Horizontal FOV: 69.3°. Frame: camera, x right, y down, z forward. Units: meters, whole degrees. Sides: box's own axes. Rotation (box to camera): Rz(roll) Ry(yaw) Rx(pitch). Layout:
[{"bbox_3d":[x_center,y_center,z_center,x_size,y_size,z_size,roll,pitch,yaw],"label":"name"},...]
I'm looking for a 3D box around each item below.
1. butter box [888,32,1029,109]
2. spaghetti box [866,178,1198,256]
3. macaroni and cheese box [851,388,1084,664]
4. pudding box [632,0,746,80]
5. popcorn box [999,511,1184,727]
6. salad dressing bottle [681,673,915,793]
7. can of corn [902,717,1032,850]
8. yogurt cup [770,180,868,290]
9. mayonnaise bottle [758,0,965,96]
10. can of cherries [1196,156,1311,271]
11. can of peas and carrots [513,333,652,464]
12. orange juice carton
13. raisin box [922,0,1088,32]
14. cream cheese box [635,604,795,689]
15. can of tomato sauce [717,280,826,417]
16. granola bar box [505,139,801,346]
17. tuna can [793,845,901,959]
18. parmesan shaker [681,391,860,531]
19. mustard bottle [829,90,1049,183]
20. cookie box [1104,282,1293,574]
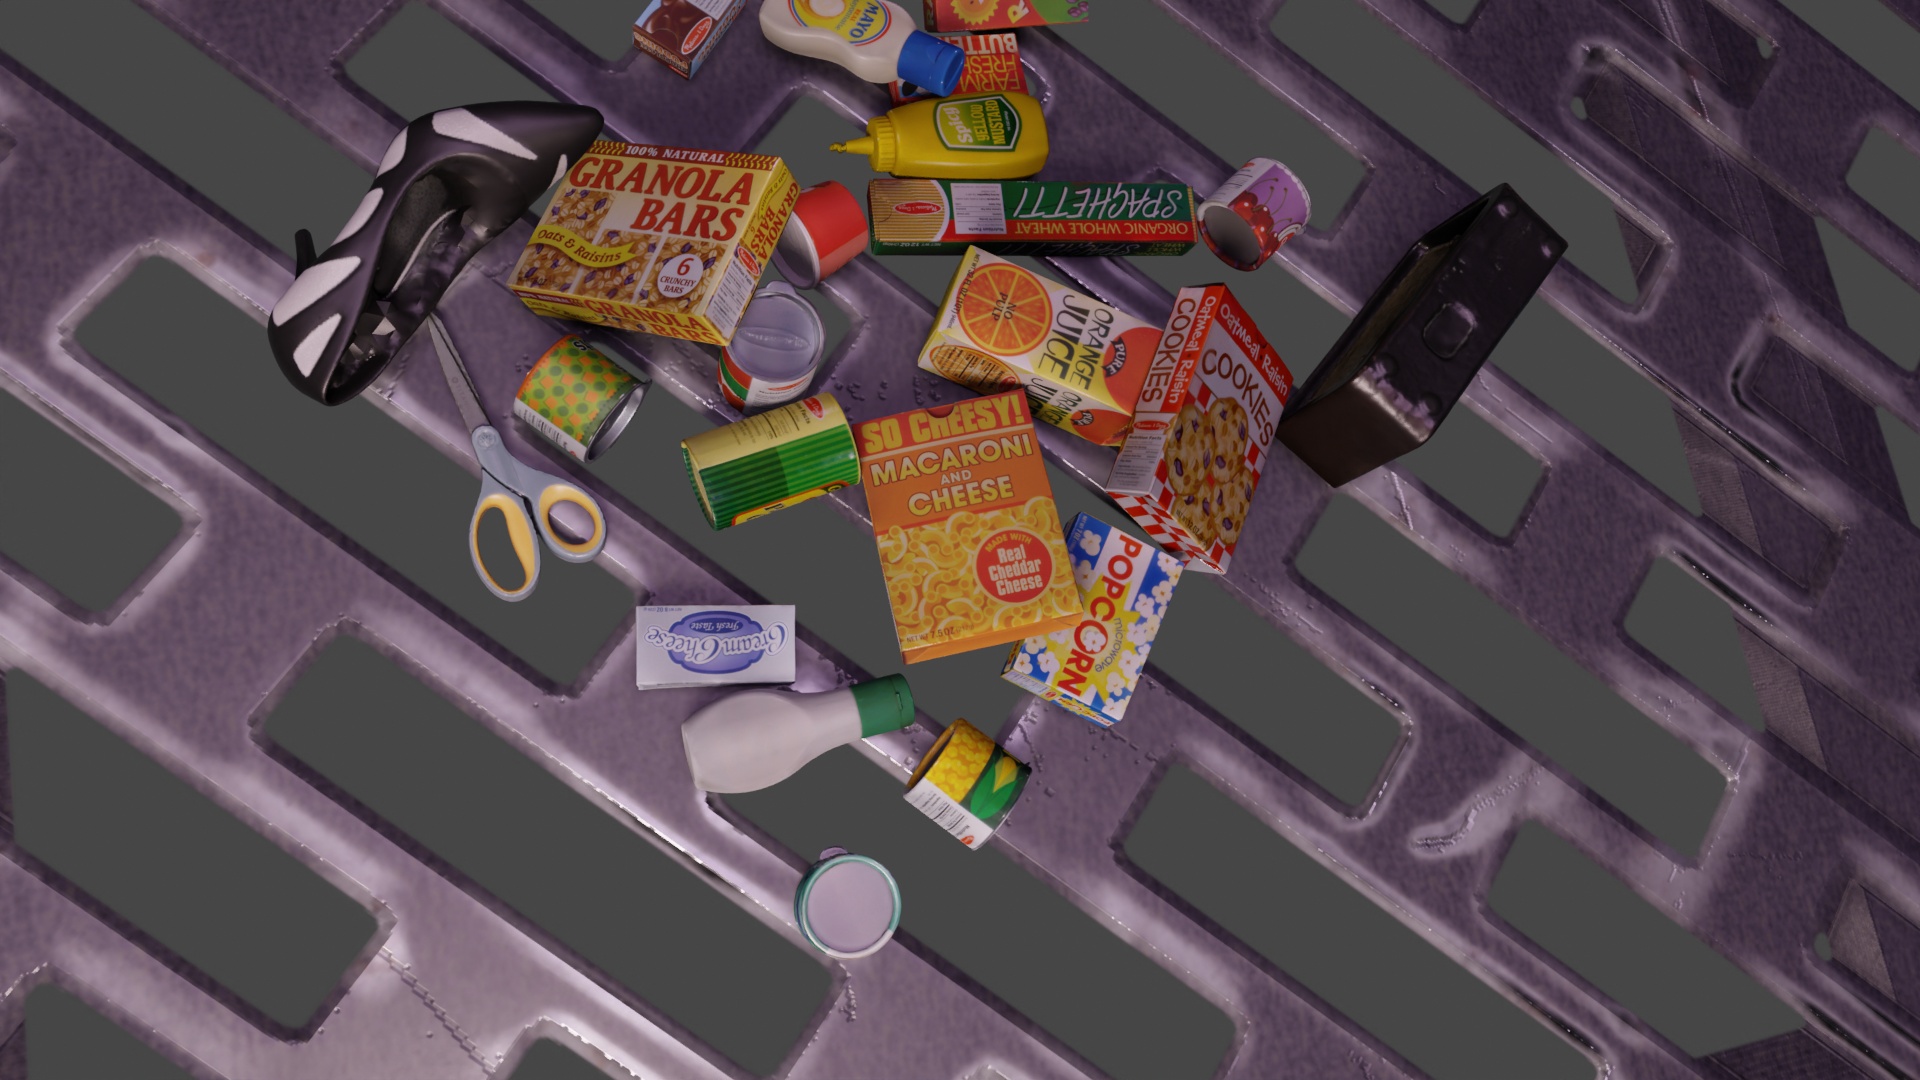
[{"bbox_3d":[-0.003,-0.353,1.050,0.104,0.024,0.053,-8,78,-15],"label":"butter box"},{"bbox_3d":[0.055,-0.239,1.035,0.250,0.028,0.050,-3,78,-14],"label":"spaghetti box"},{"bbox_3d":[0.003,-0.012,0.941,0.124,0.040,0.167,-12,72,-5],"label":"macaroni and cheese box"},{"bbox_3d":[-0.196,-0.383,1.009,0.049,0.030,0.084,32,72,-6],"label":"pudding box"},{"bbox_3d":[0.093,0.054,0.969,0.085,0.038,0.127,27,73,-6],"label":"popcorn box"},{"bbox_3d":[-0.104,0.122,0.905,0.148,0.044,0.064,-13,85,-17],"label":"salad dressing bottle"},{"bbox_3d":[0.005,0.157,0.911,0.058,0.071,0.071,37,72,-3],"label":"can of corn"},{"bbox_3d":[-0.102,-0.217,0.975,0.054,0.072,0.072,-34,87,-26],"label":"yogurt cup"},{"bbox_3d":[-0.069,-0.368,1.010,0.148,0.041,0.065,26,77,11],"label":"mayonnaise bottle"},{"bbox_3d":[0.224,-0.246,1.057,0.058,0.071,0.071,-43,90,-18],"label":"can of cherries"},{"bbox_3d":[-0.247,-0.095,0.909,0.059,0.070,0.071,35,72,-3],"label":"can of peas and carrots"},{"bbox_3d":[0.074,-0.129,0.990,0.193,0.073,0.072,23,73,-8],"label":"orange juice carton"},{"bbox_3d":[0.033,-0.433,1.050,0.123,0.040,0.085,-10,114,-16],"label":"raisin box"},{"bbox_3d":[-0.160,0.070,0.914,0.104,0.024,0.053,0,79,-13],"label":"cream cheese box"},{"bbox_3d":[-0.129,-0.126,0.936,0.071,0.083,0.071,3,77,-13],"label":"can of tomato sauce"},{"bbox_3d":[-0.201,-0.199,0.915,0.165,0.039,0.124,13,71,26],"label":"granola bar box"},{"bbox_3d":[-0.073,0.232,0.891,0.071,0.032,0.071,3,77,-13],"label":"tuna can"},{"bbox_3d":[-0.128,-0.054,0.931,0.103,0.071,0.071,-20,83,-16],"label":"parmesan shaker"},{"bbox_3d":[-0.016,-0.292,1.020,0.160,0.048,0.065,-9,76,-15],"label":"mustard bottle"},{"bbox_3d":[0.174,-0.078,0.984,0.122,0.040,0.168,40,66,-44],"label":"cookie box"}]
